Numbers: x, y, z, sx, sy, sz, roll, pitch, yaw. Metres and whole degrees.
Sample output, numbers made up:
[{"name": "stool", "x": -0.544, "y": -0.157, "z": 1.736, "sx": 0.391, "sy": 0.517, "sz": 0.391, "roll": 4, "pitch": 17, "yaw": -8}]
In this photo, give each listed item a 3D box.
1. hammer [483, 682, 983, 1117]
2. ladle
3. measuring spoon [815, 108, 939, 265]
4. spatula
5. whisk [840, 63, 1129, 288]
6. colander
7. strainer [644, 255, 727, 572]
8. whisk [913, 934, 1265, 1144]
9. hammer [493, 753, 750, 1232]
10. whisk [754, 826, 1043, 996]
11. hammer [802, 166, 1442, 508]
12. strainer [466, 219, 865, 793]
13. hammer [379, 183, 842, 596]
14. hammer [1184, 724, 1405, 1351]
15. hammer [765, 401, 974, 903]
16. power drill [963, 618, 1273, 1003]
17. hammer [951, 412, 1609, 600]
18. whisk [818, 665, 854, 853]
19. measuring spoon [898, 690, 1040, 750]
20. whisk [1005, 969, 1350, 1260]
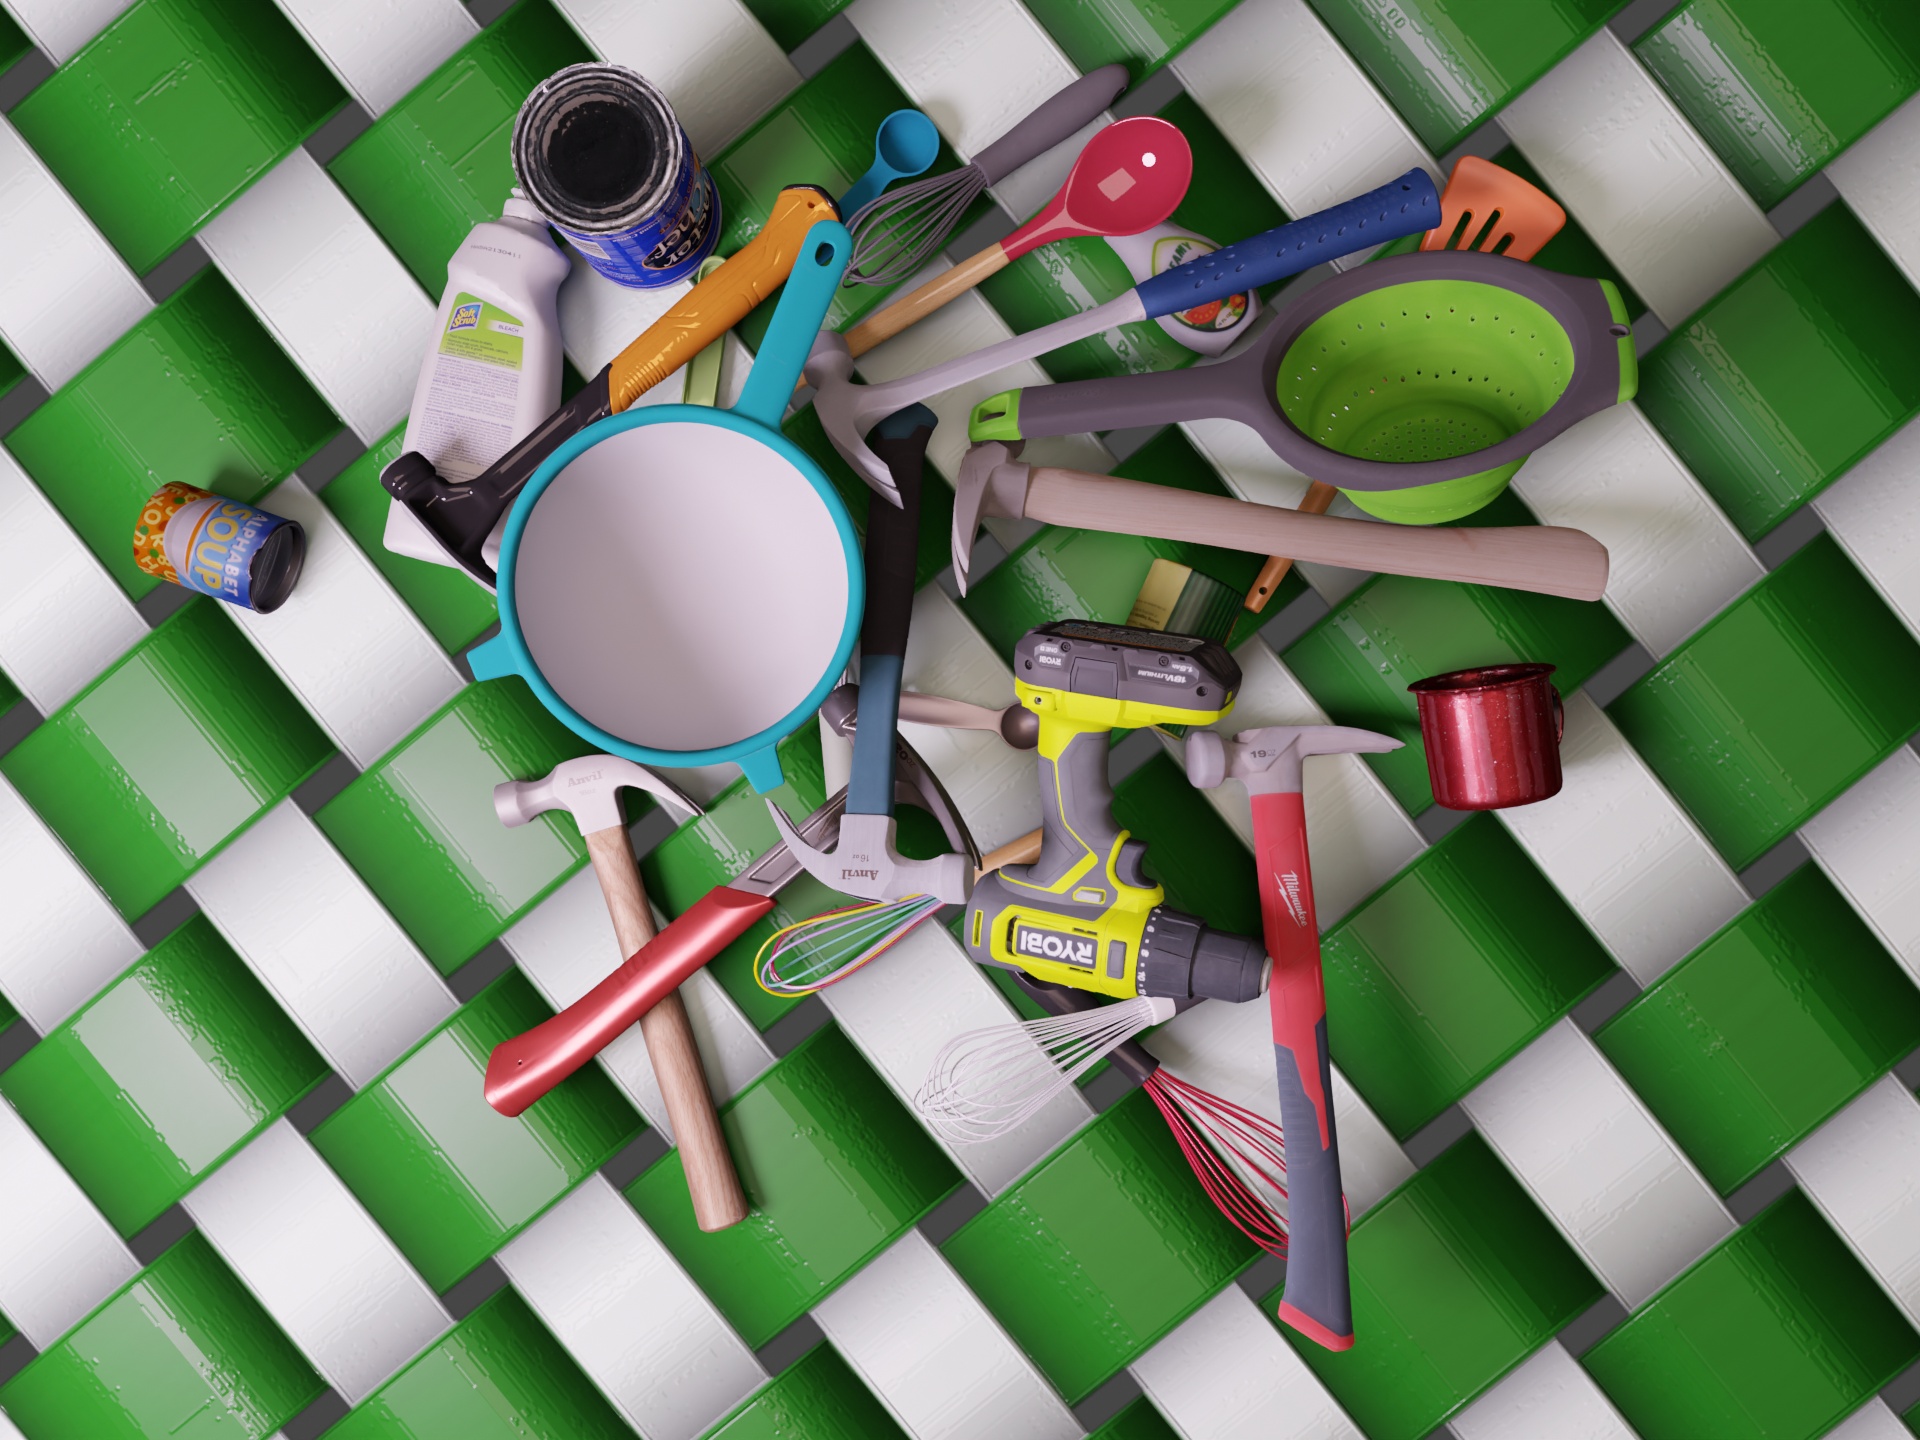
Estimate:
[{"name": "hammer", "x": -0.159, "y": 0.142, "z": 1.019, "sx": 0.359, "sy": 0.036, "sz": 0.149, "roll": -40, "pitch": 69, "yaw": 7}, {"name": "ladle", "x": 0.007, "y": -0.290, "z": 1.035, "sx": 0.315, "sy": 0.031, "sz": 0.069, "roll": -28, "pitch": 93, "yaw": 13}, {"name": "measuring spoon", "x": -0.064, "y": -0.353, "z": 1.068, "sx": 0.042, "sy": 0.021, "sz": 0.128, "roll": 42, "pitch": 101, "yaw": -7}, {"name": "spatula", "x": 0.277, "y": -0.212, "z": 1.049, "sx": 0.081, "sy": 0.041, "sz": 0.322, "roll": 31, "pitch": 93, "yaw": -1}, {"name": "whisk", "x": 0.015, "y": -0.360, "z": 1.051, "sx": 0.239, "sy": 0.055, "sz": 0.055, "roll": -36, "pitch": 91, "yaw": -3}, {"name": "colander", "x": 0.205, "y": -0.183, "z": 0.995, "sx": 0.397, "sy": 0.094, "sz": 0.205, "roll": -4, "pitch": 51, "yaw": 16}, {"name": "strainer", "x": -0.182, "y": -0.181, "z": 1.044, "sx": 0.151, "sy": 0.069, "sz": 0.256, "roll": 9, "pitch": 93, "yaw": 1}, {"name": "whisk", "x": 0.098, "y": 0.195, "z": 1.021, "sx": 0.284, "sy": 0.070, "sz": 0.070, "roll": -20, "pitch": 91, "yaw": -22}, {"name": "hammer", "x": -0.204, "y": 0.182, "z": 1.073, "sx": 0.130, "sy": 0.031, "sz": 0.331, "roll": -17, "pitch": 91, "yaw": 2}, {"name": "whisk", "x": -0.026, "y": 0.120, "z": 1.063, "sx": 0.245, "sy": 0.051, "sz": 0.047, "roll": -26, "pitch": 85, "yaw": -1}, {"name": "hammer", "x": 0.103, "y": -0.251, "z": 0.991, "sx": 0.405, "sy": 0.035, "sz": 0.144, "roll": -20, "pitch": 55, "yaw": 1}, {"name": "strainer", "x": -0.143, "y": -0.138, "z": 0.966, "sx": 0.211, "sy": 0.095, "sz": 0.340, "roll": 23, "pitch": 85, "yaw": -9}, {"name": "hammer", "x": -0.199, "y": -0.218, "z": 1.009, "sx": 0.337, "sy": 0.034, "sz": 0.127, "roll": -44, "pitch": 82, "yaw": -9}, {"name": "hammer", "x": 0.231, "y": 0.195, "z": 1.015, "sx": 0.143, "sy": 0.038, "sz": 0.386, "roll": -2, "pitch": 79, "yaw": -9}, {"name": "hammer", "x": -0.046, "y": -0.051, "z": 0.994, "sx": 0.128, "sy": 0.033, "sz": 0.331, "roll": 0, "pitch": 74, "yaw": 13}, {"name": "power drill", "x": 0.106, "y": 0.062, "z": 0.981, "sx": 0.190, "sy": 0.080, "sz": 0.228, "roll": 10, "pitch": 104, "yaw": 19}, {"name": "hammer", "x": 0.199, "y": -0.113, "z": 1.005, "sx": 0.410, "sy": 0.038, "sz": 0.146, "roll": 8, "pitch": 51, "yaw": 3}, {"name": "whisk", "x": -0.083, "y": -0.016, "z": 1.062, "sx": 0.058, "sy": 0.059, "sz": 0.246, "roll": -1, "pitch": 96, "yaw": 38}, {"name": "measuring spoon", "x": -0.002, "y": -0.003, "z": 1.069, "sx": 0.124, "sy": 0.018, "sz": 0.034, "roll": 10, "pitch": 86, "yaw": 0}, {"name": "whisk", "x": 0.140, "y": 0.248, "z": 1.056, "sx": 0.296, "sy": 0.073, "sz": 0.073, "roll": 42, "pitch": 92, "yaw": 6}]
